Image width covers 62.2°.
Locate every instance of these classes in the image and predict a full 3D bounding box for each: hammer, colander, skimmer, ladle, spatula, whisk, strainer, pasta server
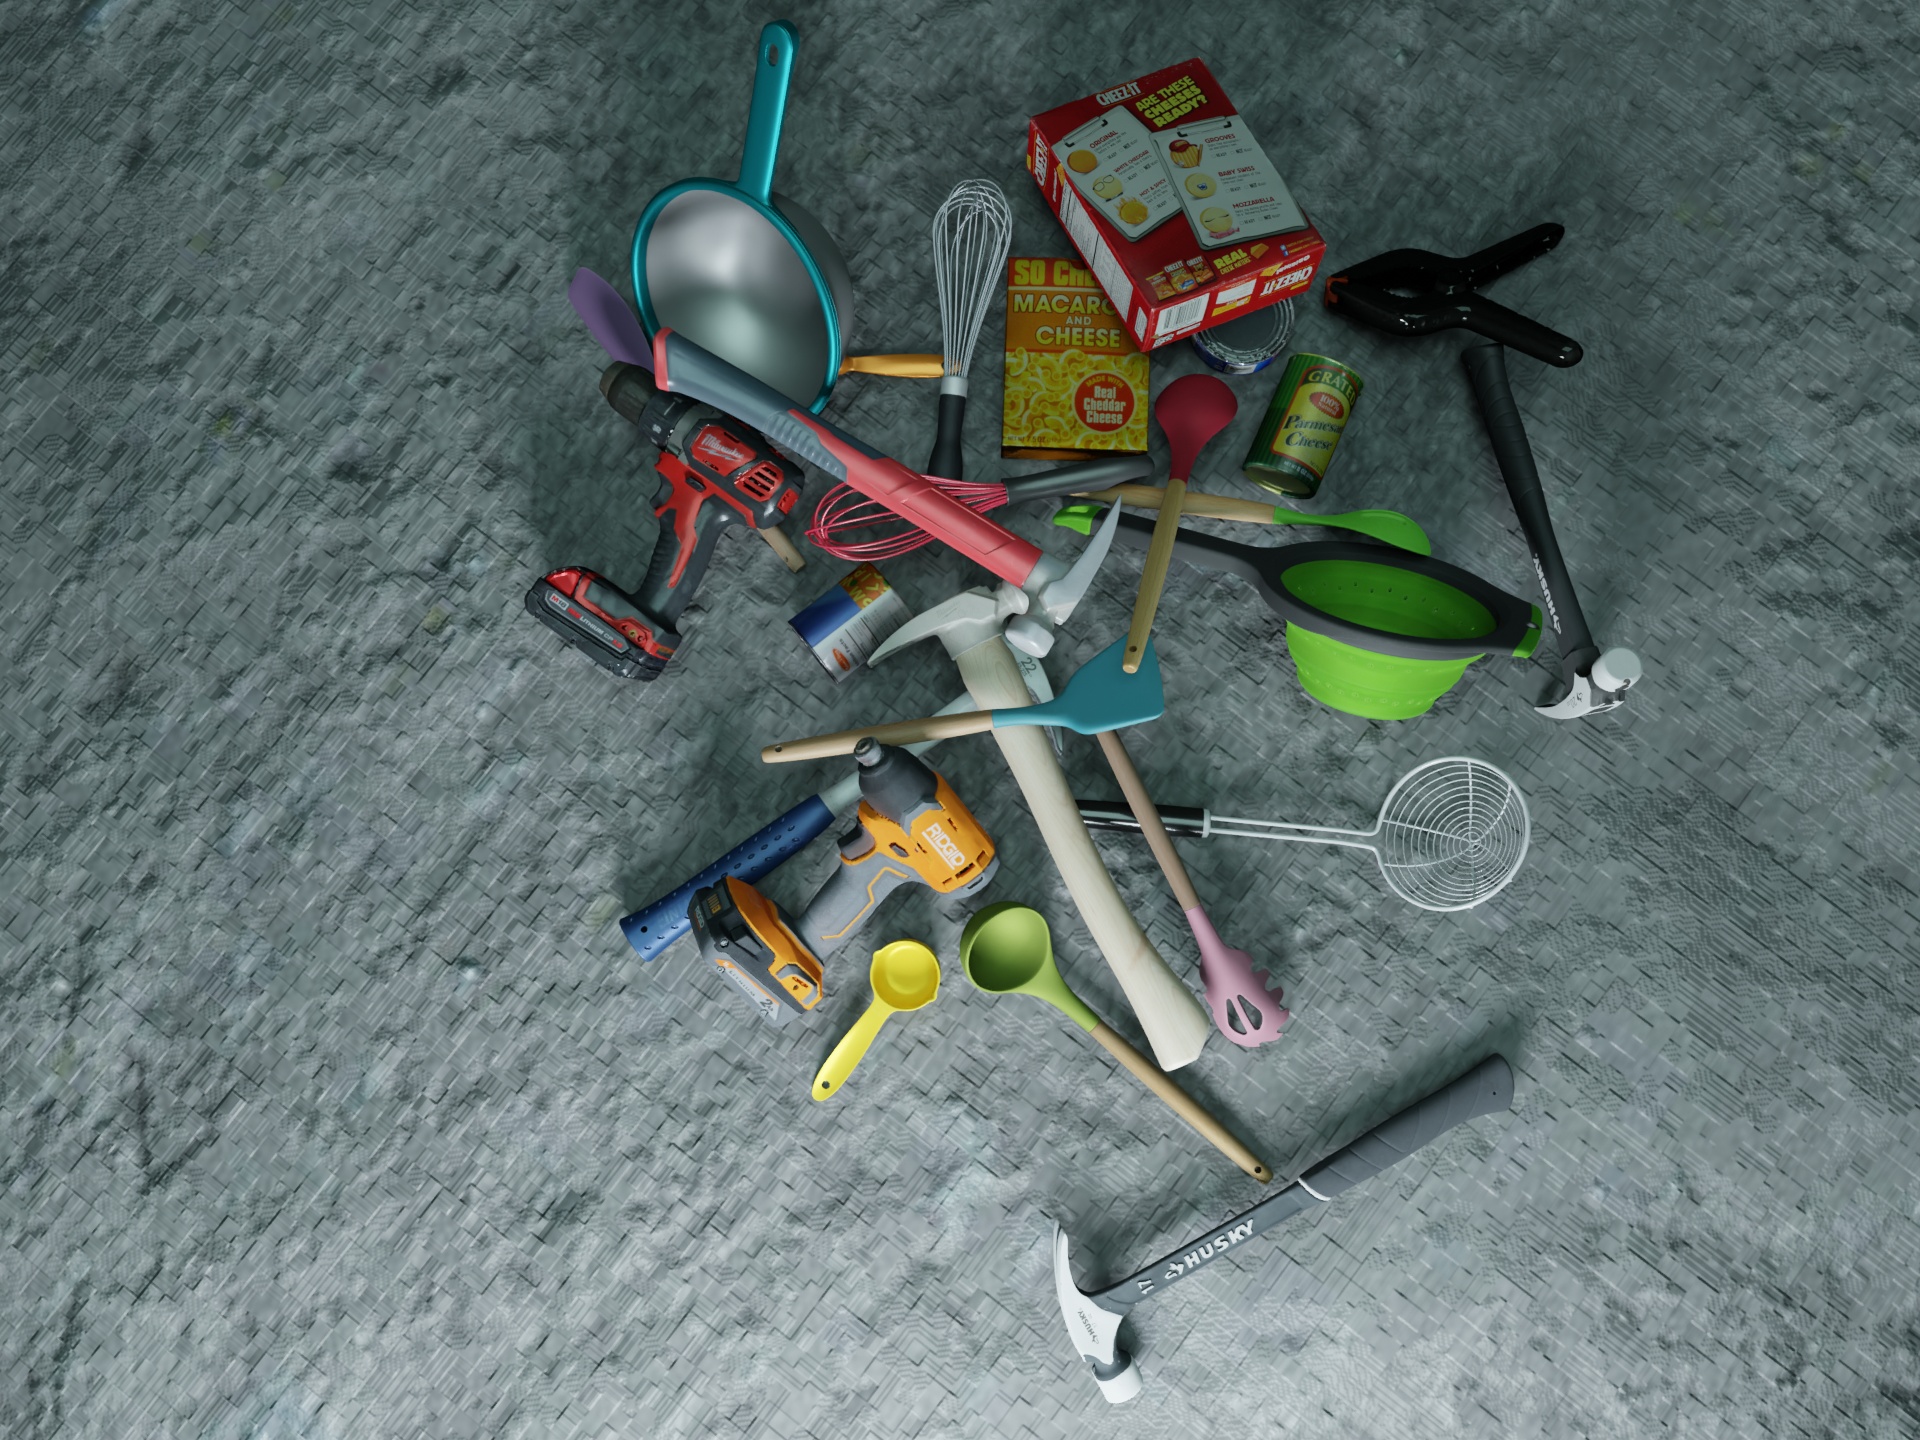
[{"bbox_3d":[-0.064,-0.207,1.241,0.386,0.038,0.143,31,79,0],"label":"hammer"},{"bbox_3d":[0.257,-0.087,1.292,0.397,0.204,0.094,18,119,18],"label":"colander"},{"bbox_3d":[0.261,0.079,1.274,0.363,0.090,0.127,5,72,2],"label":"skimmer"},{"bbox_3d":[0.166,-0.168,1.268,0.069,0.031,0.316,8,59,15],"label":"ladle"},{"bbox_3d":[-0.002,-0.004,1.239,0.317,0.044,0.082,-10,61,4],"label":"spatula"},{"bbox_3d":[-0.231,-0.253,1.344,0.018,0.059,0.316,-36,88,-41],"label":"spatula"},{"bbox_3d":[0.017,-0.183,1.301,0.296,0.073,0.073,-12,84,-8],"label":"whisk"},{"bbox_3d":[0.074,0.090,1.266,0.146,0.038,0.411,-26,84,-1],"label":"hammer"},{"bbox_3d":[-0.145,-0.391,1.253,0.211,0.340,0.095,34,46,14],"label":"strainer"},{"bbox_3d":[0.468,-0.160,1.299,0.035,0.146,0.335,-11,72,-1],"label":"hammer"},{"bbox_3d":[-0.003,-0.312,1.336,0.070,0.070,0.284,7,92,1],"label":"whisk"},{"bbox_3d":[0.128,0.264,1.274,0.320,0.062,0.078,41,88,2],"label":"ladle"},{"bbox_3d":[0.260,0.375,1.259,0.409,0.036,0.149,-28,100,-5],"label":"hammer"},{"bbox_3d":[-0.098,0.069,1.306,0.405,0.035,0.144,-35,84,-3],"label":"hammer"},{"bbox_3d":[0.174,0.122,1.271,0.060,0.040,0.316,-26,91,18],"label":"pasta server"}]

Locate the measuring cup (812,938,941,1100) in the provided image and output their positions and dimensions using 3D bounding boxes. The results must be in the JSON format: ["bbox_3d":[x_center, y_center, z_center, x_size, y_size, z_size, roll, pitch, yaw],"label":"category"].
[{"bbox_3d":[-0.072,0.245,1.297,0.062,0.029,0.156,36,97,3],"label":"measuring cup"}]

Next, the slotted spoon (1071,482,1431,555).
[{"bbox_3d":[0.235,-0.175,1.326,0.314,0.070,0.031,9,107,7],"label":"slotted spoon"}]

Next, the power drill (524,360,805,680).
[{"bbox_3d":[-0.260,-0.165,1.300,0.188,0.080,0.226,36,92,4],"label":"power drill"}]

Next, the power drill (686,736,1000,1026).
[{"bbox_3d":[-0.098,0.119,1.243,0.226,0.084,0.164,-36,124,0],"label":"power drill"}]

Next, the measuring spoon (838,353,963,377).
[{"bbox_3d":[-0.056,-0.305,1.360,0.117,0.011,0.021,2,84,0],"label":"measuring spoon"}]
